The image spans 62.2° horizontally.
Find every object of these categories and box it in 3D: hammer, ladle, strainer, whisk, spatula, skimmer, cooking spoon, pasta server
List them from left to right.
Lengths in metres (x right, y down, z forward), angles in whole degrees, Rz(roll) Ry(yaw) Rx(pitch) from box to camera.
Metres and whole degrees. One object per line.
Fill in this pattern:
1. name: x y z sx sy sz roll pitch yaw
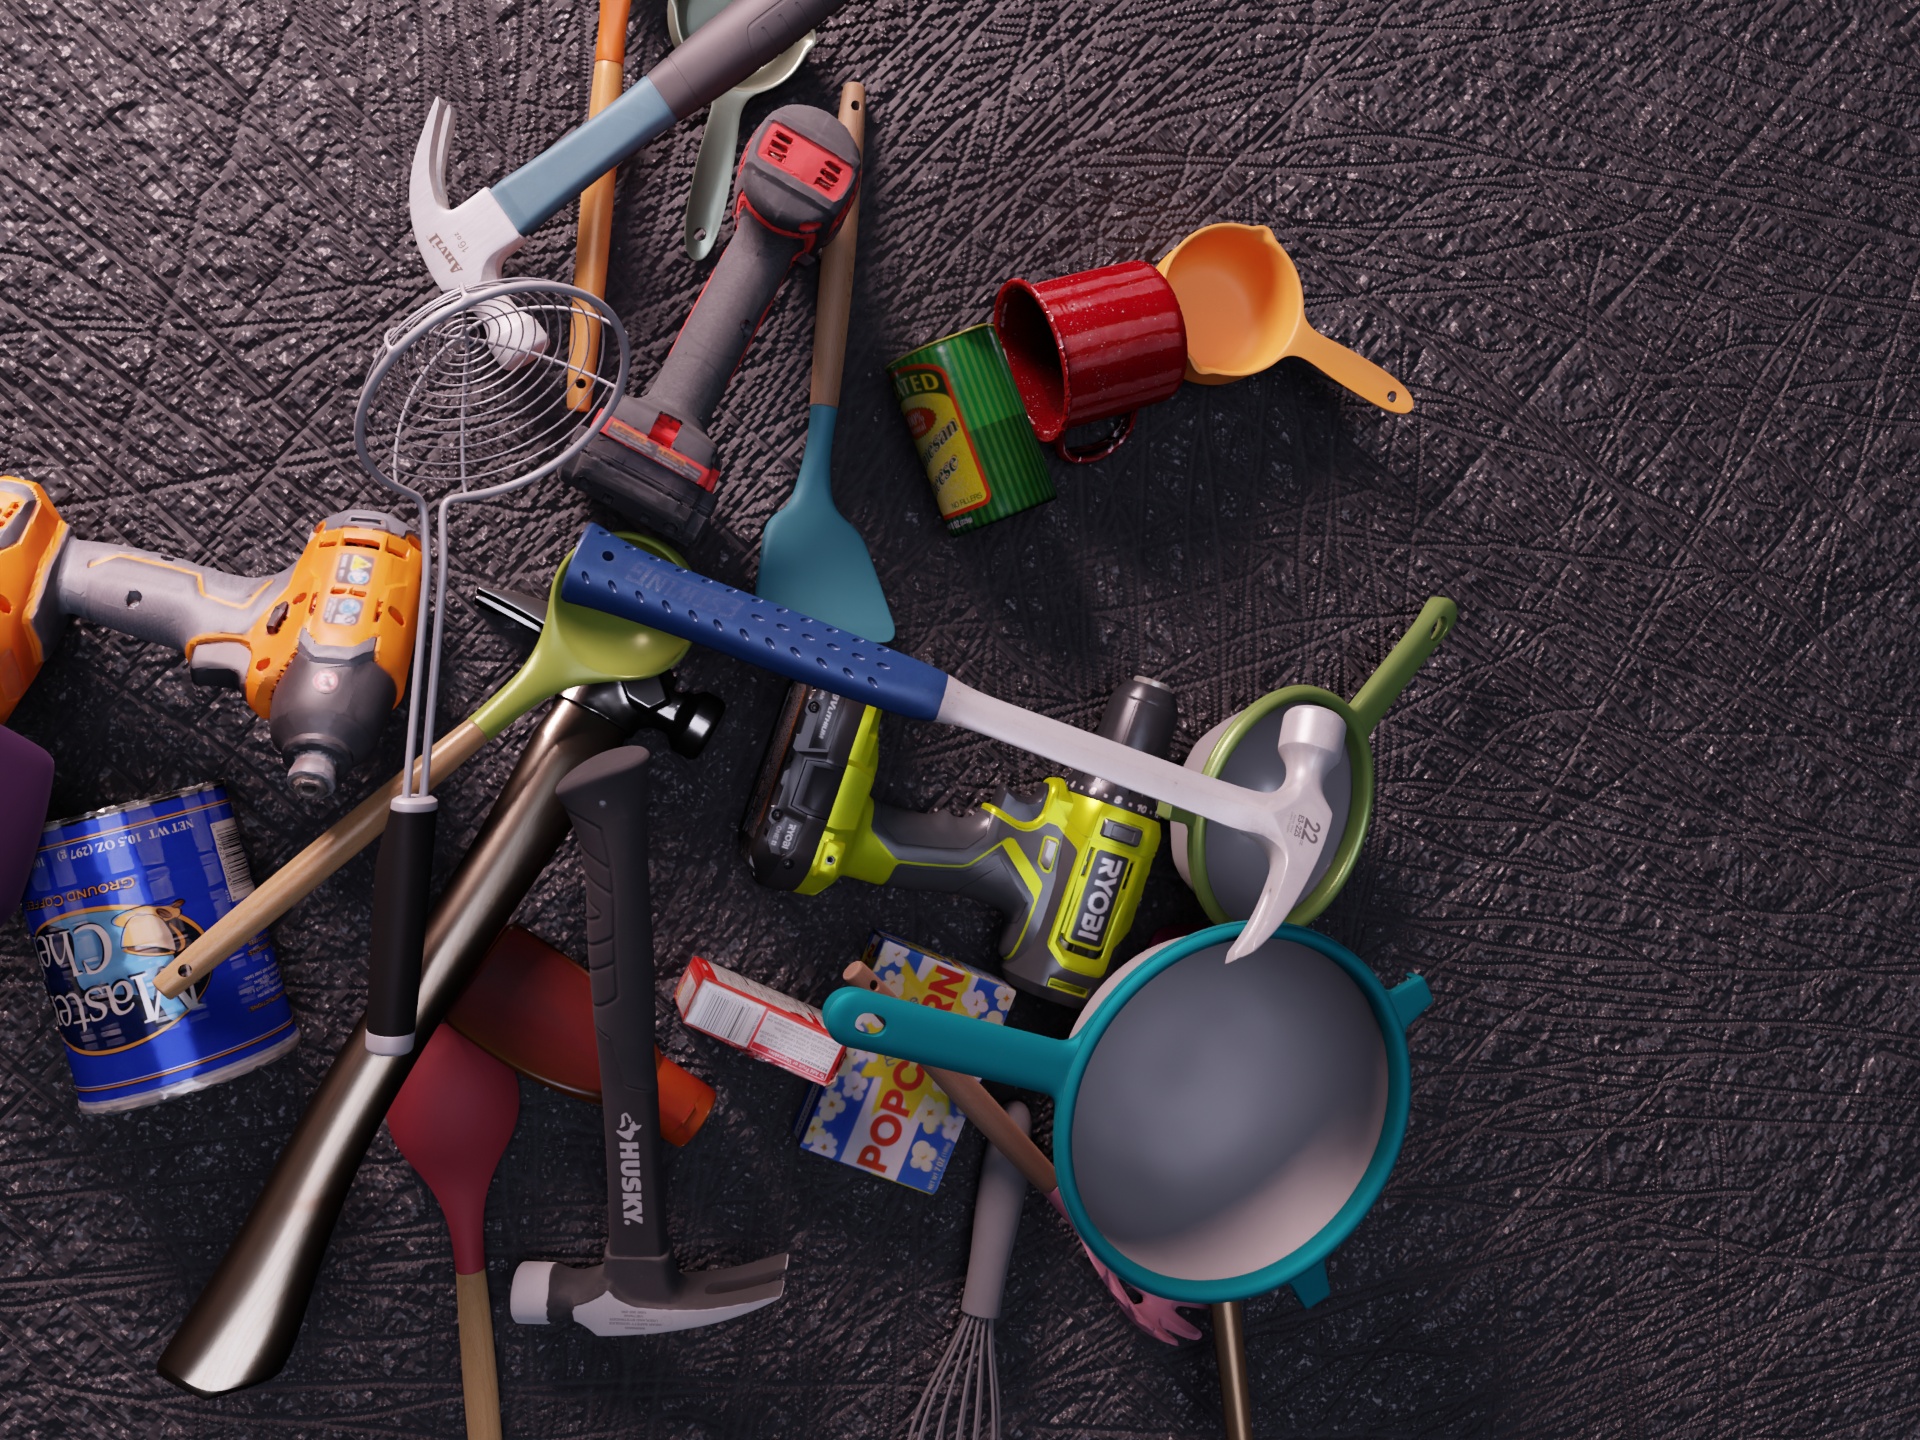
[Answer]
1. spatula: -0.489 0.143 0.757 0.060 0.018 0.316 26 105 8
2. hammer: -0.276 0.127 0.797 0.146 0.038 0.411 31 69 -11
3. ladle: -0.256 0.020 0.779 0.320 0.062 0.078 -44 98 -22
4. skimmer: -0.225 -0.015 0.721 0.127 0.090 0.363 -2 102 -55
5. ladle: -0.264 0.322 0.860 0.069 0.031 0.315 -5 94 -14
6. spatula: -0.194 -0.330 0.868 0.081 0.041 0.322 5 94 -15
7. hammer: -0.164 0.171 0.809 0.146 0.035 0.334 2 110 0
8. hammer: -0.143 -0.330 0.826 0.331 0.033 0.128 -35 98 4
9. spatula: -0.068 -0.202 0.887 0.082 0.044 0.317 5 88 -23
10. hammer: -0.001 -0.003 0.799 0.405 0.035 0.144 20 67 -8
11. whisk: 0.010 0.339 0.917 0.055 0.055 0.239 13 83 -13
12. pasta server: 0.040 0.244 0.894 0.316 0.040 0.060 51 53 -21
13. strainer: 0.077 0.184 0.859 0.340 0.095 0.211 18 93 -19
14. cooking spoon: 0.149 0.280 0.937 0.068 0.017 0.319 -3 82 -20
15. strainer: 0.201 0.012 0.943 0.256 0.069 0.151 -47 125 -21

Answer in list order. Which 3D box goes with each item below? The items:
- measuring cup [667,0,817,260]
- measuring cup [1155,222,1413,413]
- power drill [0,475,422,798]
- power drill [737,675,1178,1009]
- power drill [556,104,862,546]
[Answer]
1. measuring cup: -0.133 -0.340 0.878 0.083 0.038 0.167 7 107 -26
2. measuring cup: 0.187 -0.223 0.944 0.173 0.052 0.095 26 85 -14
3. power drill: -0.383 -0.037 0.764 0.226 0.084 0.164 5 49 -12
4. power drill: 0.007 0.042 0.894 0.228 0.080 0.190 19 88 -16
5. power drill: -0.125 -0.205 0.832 0.078 0.143 0.219 27 91 -13
